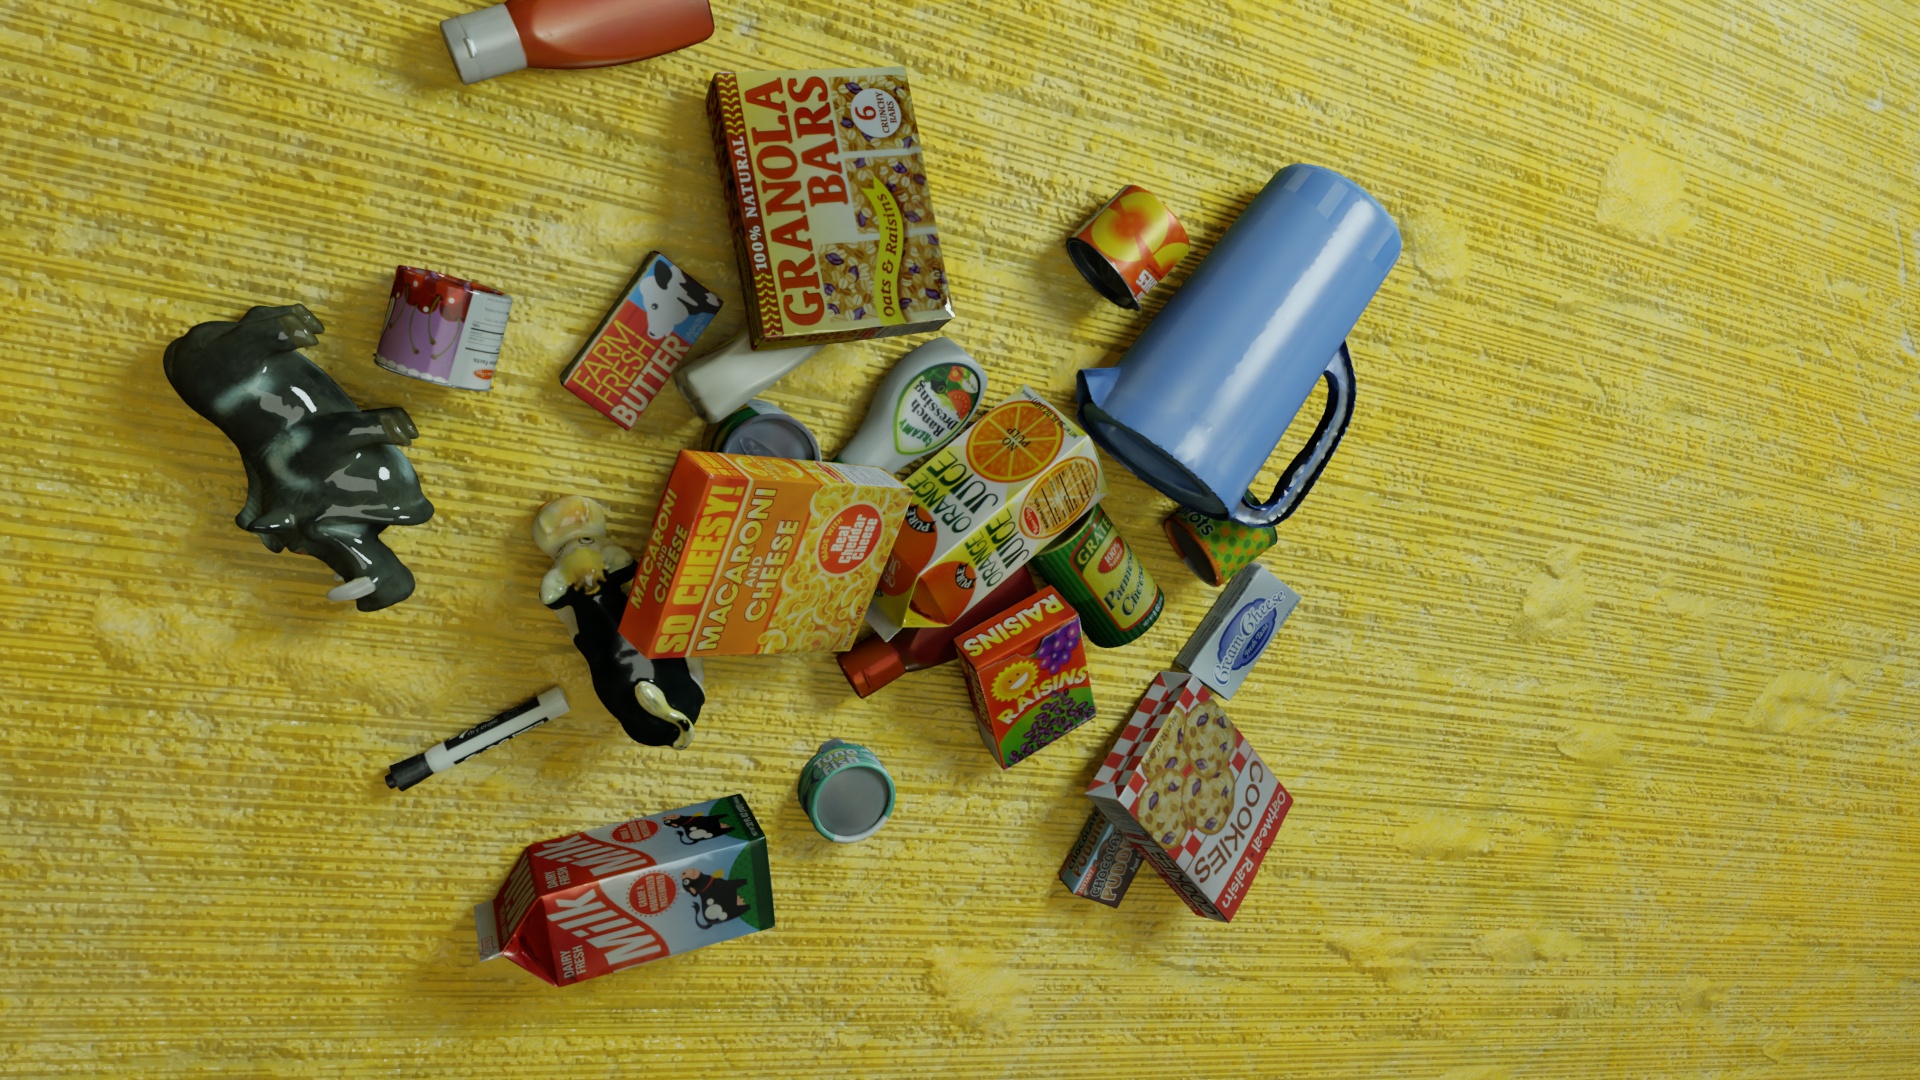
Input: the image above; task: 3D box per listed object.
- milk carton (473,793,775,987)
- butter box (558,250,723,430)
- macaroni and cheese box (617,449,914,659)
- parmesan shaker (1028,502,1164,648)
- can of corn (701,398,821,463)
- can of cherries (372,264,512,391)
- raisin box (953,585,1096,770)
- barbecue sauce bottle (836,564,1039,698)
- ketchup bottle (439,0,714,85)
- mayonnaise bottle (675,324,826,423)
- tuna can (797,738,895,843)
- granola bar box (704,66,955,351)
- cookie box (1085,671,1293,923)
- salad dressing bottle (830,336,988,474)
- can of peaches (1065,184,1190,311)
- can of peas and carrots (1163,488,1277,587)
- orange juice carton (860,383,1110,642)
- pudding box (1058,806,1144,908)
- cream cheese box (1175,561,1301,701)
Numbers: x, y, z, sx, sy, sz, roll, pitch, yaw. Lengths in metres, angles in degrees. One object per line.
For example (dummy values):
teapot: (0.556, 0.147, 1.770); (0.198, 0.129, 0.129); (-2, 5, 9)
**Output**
milk carton: (-0.229, 0.240, 0.942); (0.191, 0.072, 0.073); (-10, 109, -20)
butter box: (-0.201, -0.126, 0.875); (0.053, 0.024, 0.103); (36, 89, -27)
macaroni and cheese box: (-0.119, 0.011, 0.868); (0.167, 0.040, 0.123); (3, 115, -48)
parmesan shaker: (0.099, 0.020, 1.022); (0.071, 0.071, 0.103); (-42, 117, -6)
can of corn: (-0.133, -0.054, 0.906); (0.071, 0.058, 0.071); (-7, 108, -21)
can of cherries: (-0.303, -0.124, 0.810); (0.071, 0.071, 0.058); (13, 100, -25)
raisin box: (0.049, 0.102, 1.014); (0.086, 0.040, 0.122); (-27, 136, -13)
barbecue sauce bottle: (-0.017, 0.060, 0.996); (0.149, 0.044, 0.064); (-31, 119, -11)
ketchup bottle: (-0.222, -0.303, 0.804); (0.149, 0.043, 0.064); (-23, 112, -15)
mayonnaise bottle: (-0.112, -0.132, 0.892); (0.148, 0.065, 0.041); (-38, 103, -14)
tuna can: (-0.083, 0.182, 1.009); (0.071, 0.033, 0.070); (-7, 108, -21)
granola bar box: (-0.081, -0.206, 0.861); (0.124, 0.039, 0.165); (-9, 85, -21)
cookie box: (0.187, 0.204, 1.103); (0.167, 0.040, 0.123); (50, 61, -26)
salad dressing bottle: (-0.046, -0.072, 0.945); (0.148, 0.044, 0.064); (-47, 125, -3)
can of peaches: (0.118, -0.202, 0.963); (0.058, 0.071, 0.071); (-45, 117, -6)
can of peas and carrots: (0.196, -0.008, 1.054); (0.059, 0.071, 0.070); (-36, 116, -9)
orange juice carton: (0.003, -0.012, 0.955); (0.193, 0.072, 0.072); (-40, 144, -8)
pudding box: (0.121, 0.248, 1.116); (0.049, 0.030, 0.083); (27, 93, -27)
cream cheese box: (0.222, 0.072, 1.112); (0.053, 0.024, 0.104); (35, 89, -26)
